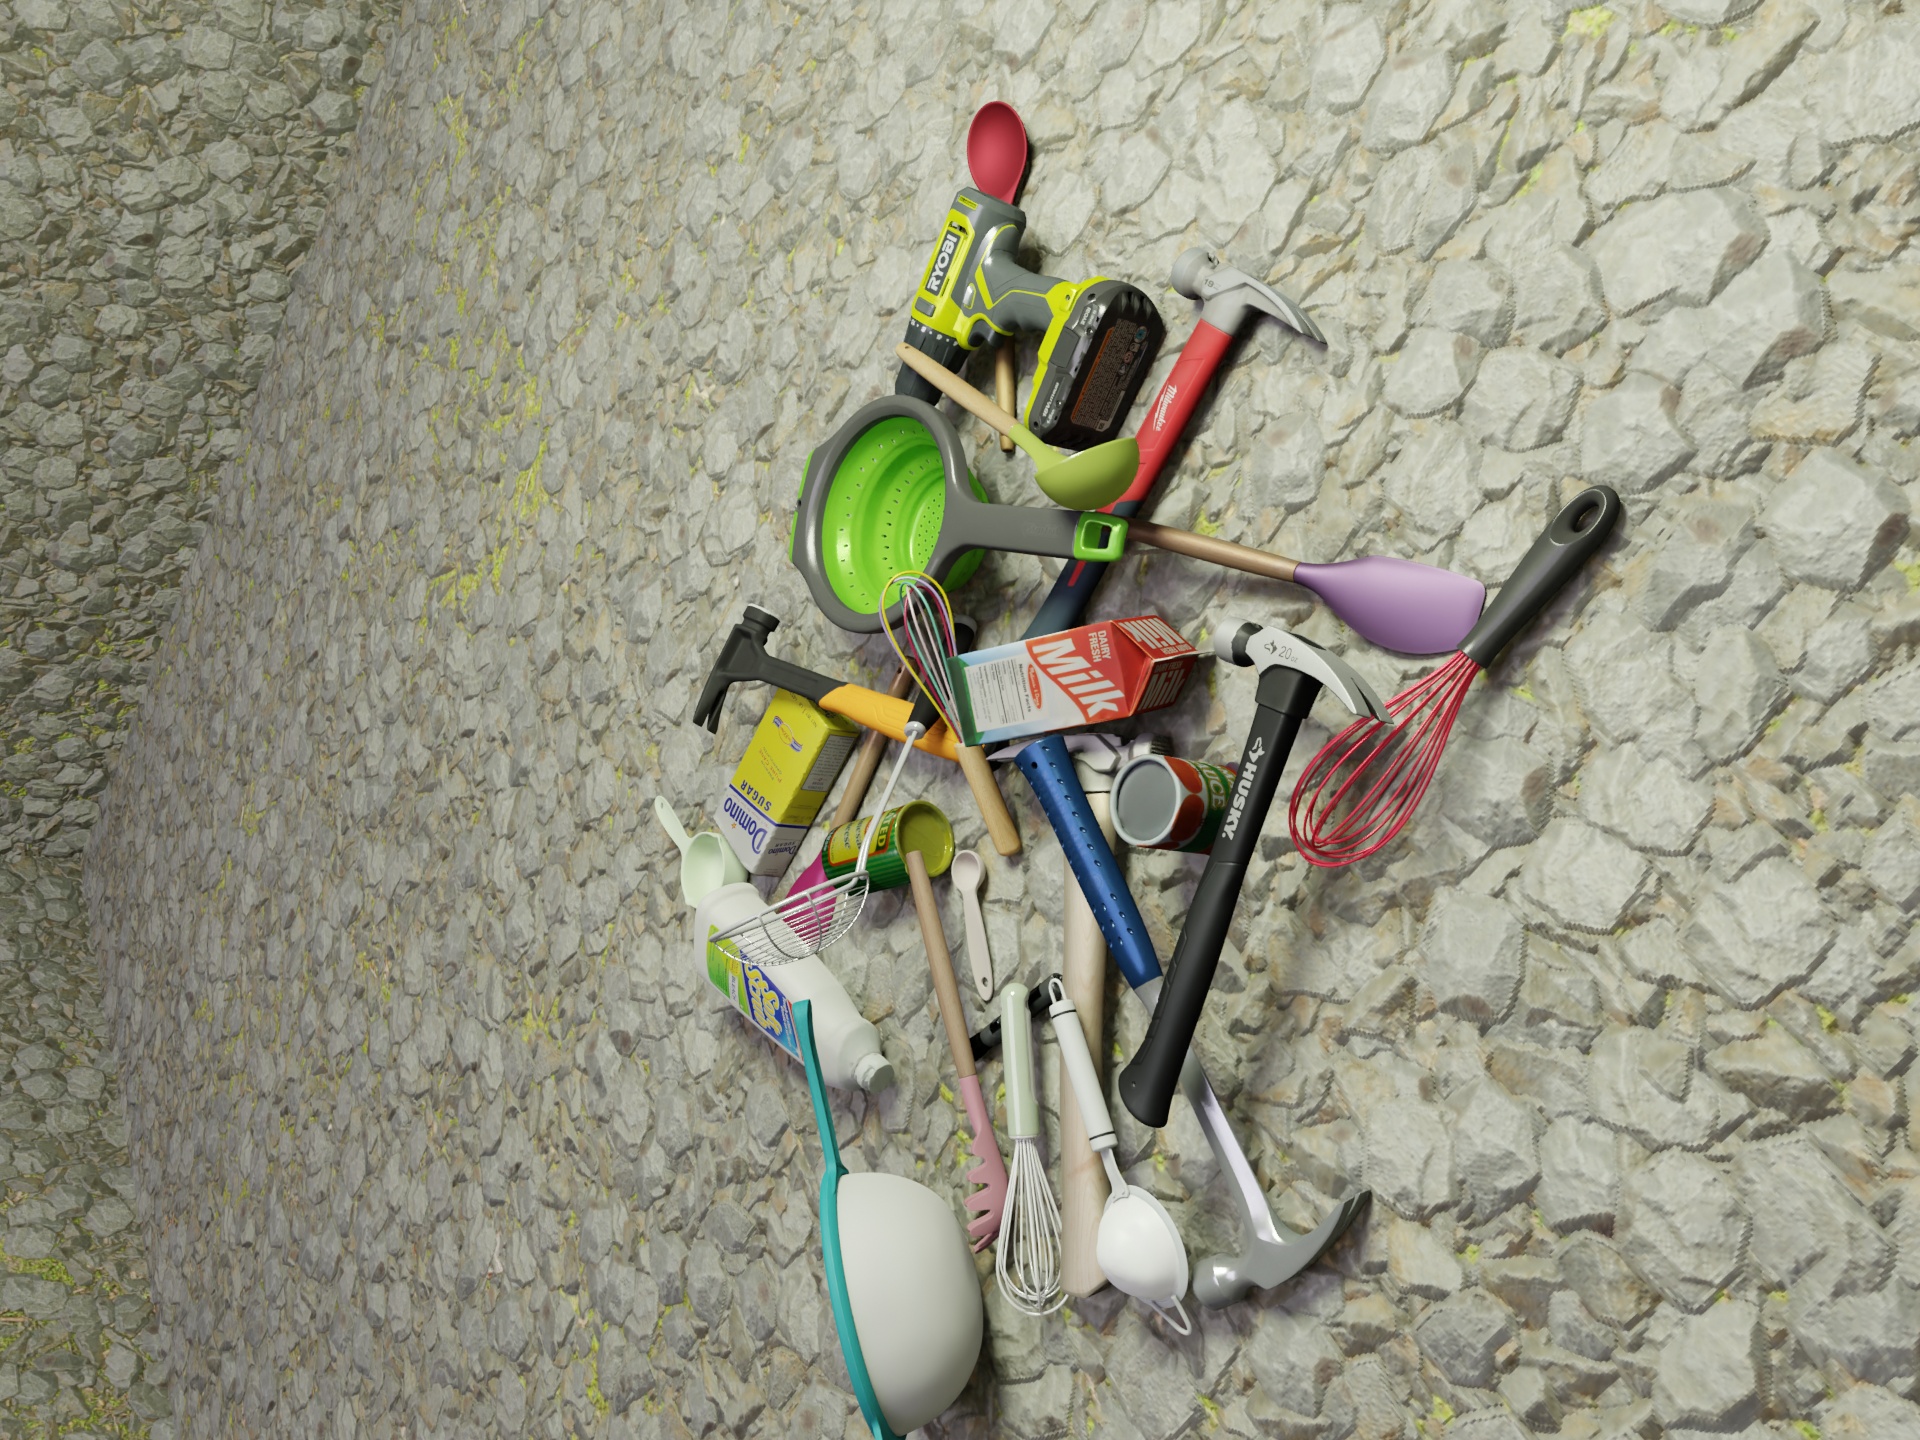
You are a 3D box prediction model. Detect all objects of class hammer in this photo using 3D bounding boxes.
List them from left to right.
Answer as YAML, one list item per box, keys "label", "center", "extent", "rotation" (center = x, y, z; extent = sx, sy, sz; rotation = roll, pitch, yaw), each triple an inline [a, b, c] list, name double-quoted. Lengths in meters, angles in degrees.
- label: "hammer"
  center: [-0.098, -0.009, 1.404]
  extent: [0.337, 0.034, 0.127]
  rotation: [19, 79, 37]
- label: "hammer"
  center: [0.084, 0.215, 1.191]
  extent: [0.146, 0.038, 0.411]
  rotation: [-3, 82, 33]
- label: "hammer"
  center: [0.133, -0.161, 1.225]
  extent: [0.143, 0.038, 0.386]
  rotation: [46, 116, 40]
- label: "hammer"
  center: [0.140, 0.190, 1.107]
  extent: [0.144, 0.035, 0.406]
  rotation: [-39, 65, 35]
- label: "hammer"
  center: [0.173, 0.106, 1.030]
  extent: [0.146, 0.035, 0.335]
  rotation: [29, 103, 56]

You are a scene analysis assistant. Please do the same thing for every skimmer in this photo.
- label: "skimmer"
  center: [-0.081, 0.040, 1.261]
  extent: [0.127, 0.090, 0.363]
  rotation: [-35, 26, 54]

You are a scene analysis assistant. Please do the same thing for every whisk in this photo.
- label: "whisk"
  center: [0.000, -0.005, 1.267]
  extent: [0.051, 0.047, 0.245]
  rotation: [-7, 109, 52]
- label: "whisk"
  center: [0.050, 0.324, 1.211]
  extent: [0.059, 0.057, 0.246]
  rotation: [-6, 80, 11]
- label: "whisk"
  center: [0.308, -0.024, 0.997]
  extent: [0.295, 0.073, 0.073]
  rotation: [-54, 48, 17]

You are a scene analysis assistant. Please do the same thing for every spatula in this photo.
- label: "spatula"
  center: [0.215, -0.107, 1.114]
  extent: [0.316, 0.018, 0.060]
  rotation: [22, 100, 39]

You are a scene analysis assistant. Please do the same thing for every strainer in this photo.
- label: "strainer"
  center: [-0.050, 0.375, 1.225]
  extent: [0.095, 0.211, 0.340]
  rotation: [-14, 83, 2]
- label: "strainer"
  center: [0.101, 0.306, 1.121]
  extent: [0.087, 0.050, 0.259]
  rotation: [-44, 56, 49]

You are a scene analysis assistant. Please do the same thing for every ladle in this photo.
- label: "ladle"
  center: [0.029, -0.244, 1.227]
  extent: [0.320, 0.078, 0.062]
  rotation: [45, 147, 45]
- label: "ladle"
  center: [0.037, -0.385, 1.382]
  extent: [0.069, 0.031, 0.315]
  rotation: [-10, 77, 44]

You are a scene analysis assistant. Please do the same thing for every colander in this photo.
- label: "colander"
  center: [0.012, -0.157, 1.313]
  extent: [0.397, 0.094, 0.204]
  rotation: [14, 93, 48]

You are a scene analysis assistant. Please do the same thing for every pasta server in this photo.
- label: "pasta server"
  center: [-0.008, 0.259, 1.269]
  extent: [0.060, 0.040, 0.316]
  rotation: [99, 158, -76]

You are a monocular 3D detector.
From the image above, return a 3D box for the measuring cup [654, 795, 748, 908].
- label: "measuring cup"
  center: [-0.264, 0.126, 1.608]
  extent: [0.168, 0.038, 0.083]
  rotation: [46, 116, 44]

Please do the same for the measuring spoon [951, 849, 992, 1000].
- label: "measuring spoon"
  center: [0.016, 0.168, 1.312]
  extent: [0.034, 0.018, 0.124]
  rotation: [-18, 76, 44]

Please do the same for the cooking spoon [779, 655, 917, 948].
- label: "cooking spoon"
  center: [-0.106, 0.084, 1.454]
  extent: [0.069, 0.017, 0.319]
  rotation: [39, 111, 42]

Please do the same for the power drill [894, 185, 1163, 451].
- label: "power drill"
  center: [0.041, -0.312, 1.307]
  extent: [0.229, 0.080, 0.190]
  rotation: [40, 115, 38]
